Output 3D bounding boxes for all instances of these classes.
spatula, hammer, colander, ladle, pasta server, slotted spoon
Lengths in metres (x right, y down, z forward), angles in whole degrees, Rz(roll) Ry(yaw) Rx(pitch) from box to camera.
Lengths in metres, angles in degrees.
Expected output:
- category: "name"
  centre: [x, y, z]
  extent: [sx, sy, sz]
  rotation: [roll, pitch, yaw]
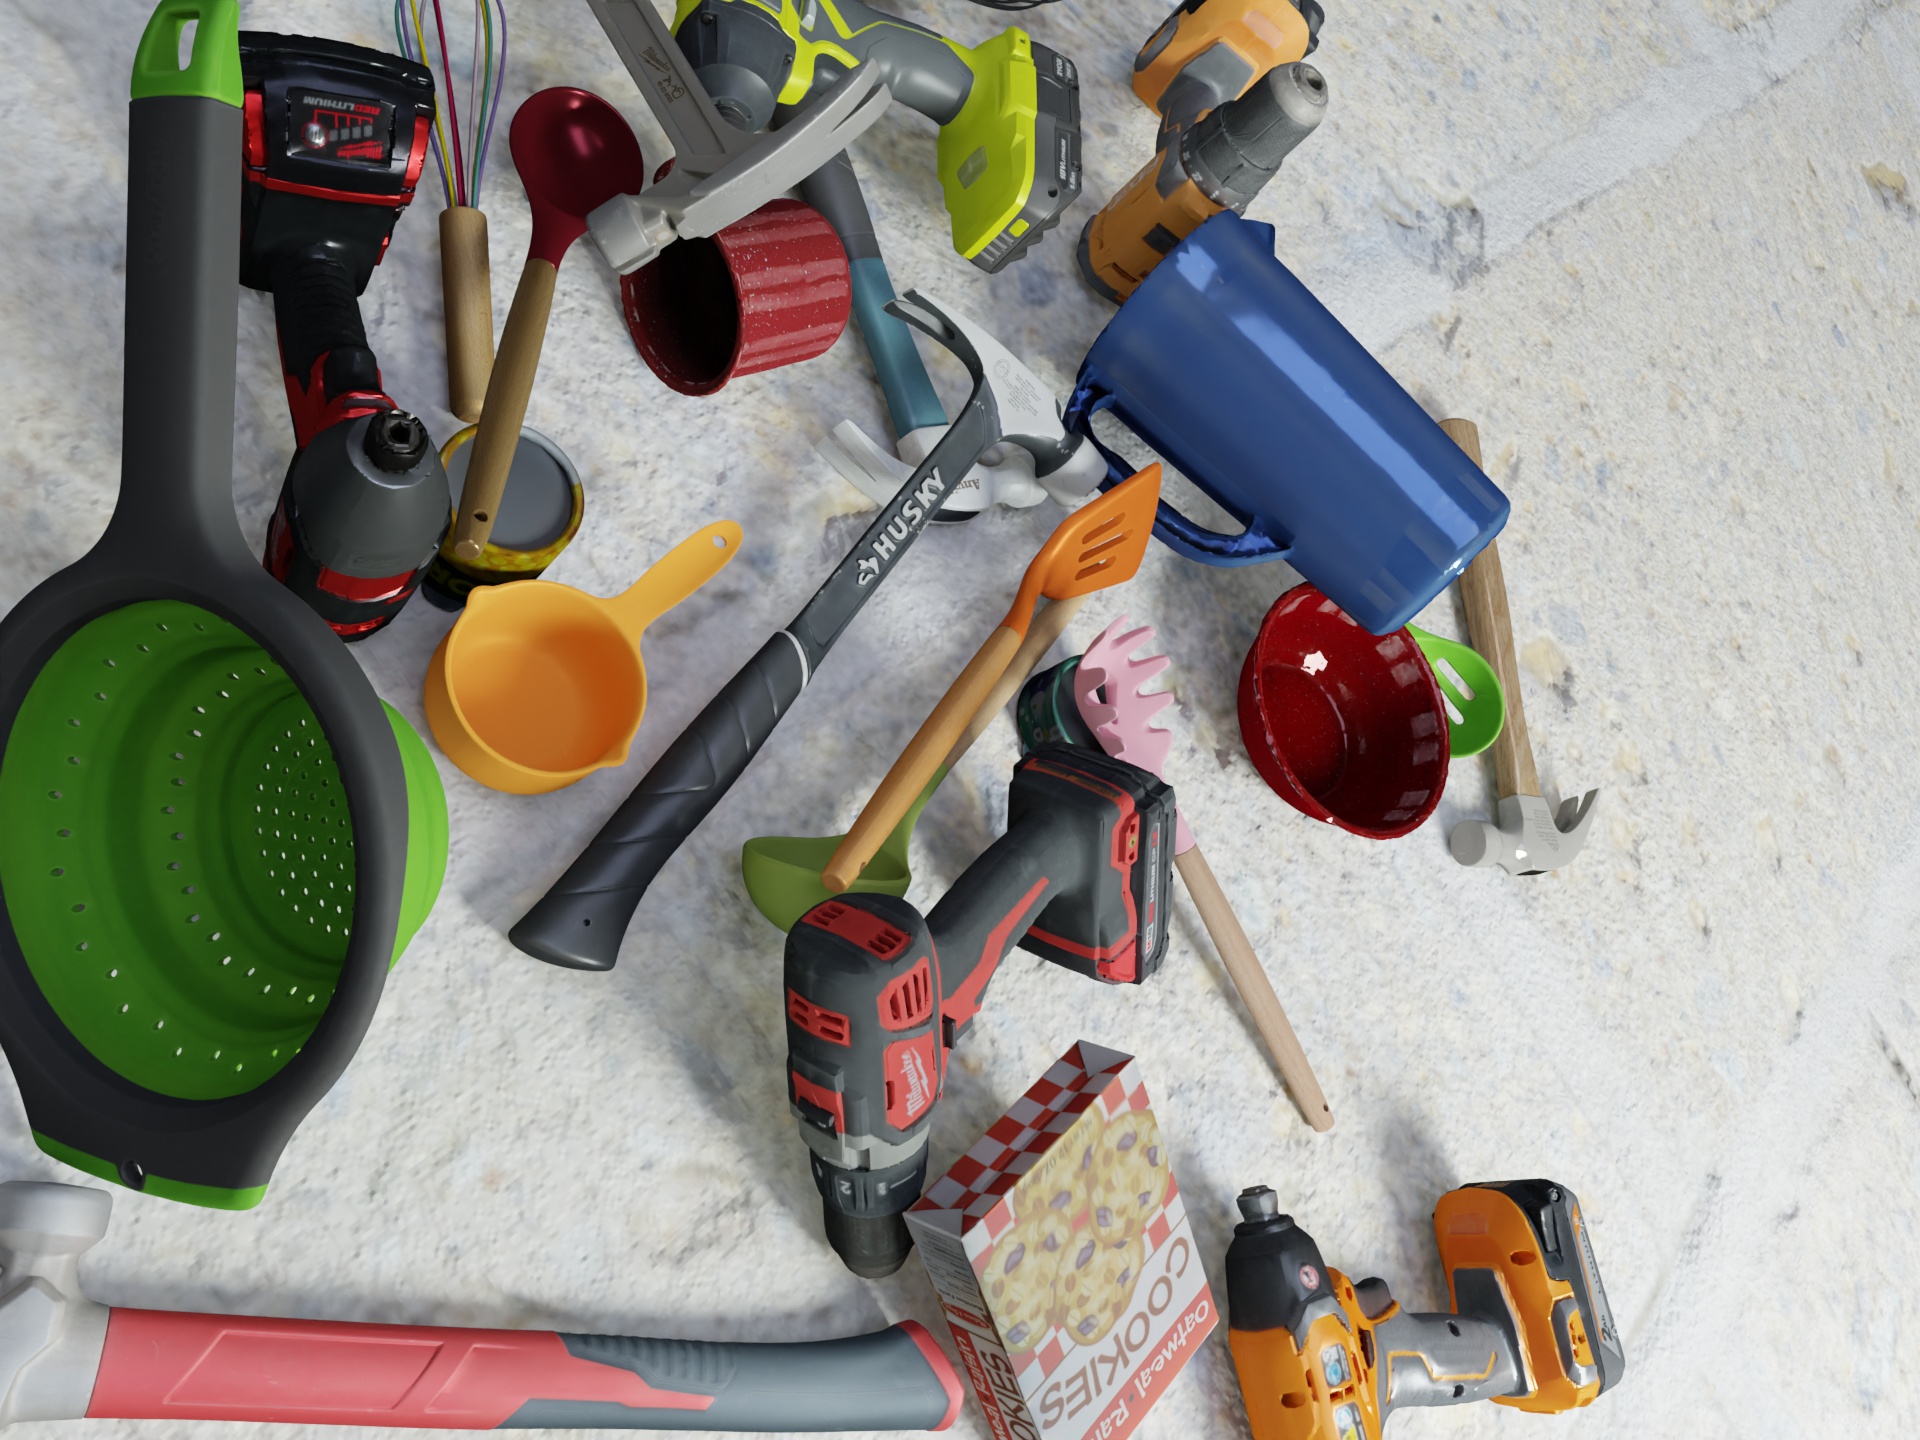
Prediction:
- category: "spatula"
  centre: [0.022, -0.024, 0.785]
  extent: [0.041, 0.081, 0.323]
  rotation: [22, 46, 14]
- category: "hammer"
  centre: [0.369, -0.056, 1.099]
  extent: [0.130, 0.031, 0.331]
  rotation: [8, 69, -32]
- category: "hammer"
  centre: [-0.169, 0.268, 0.607]
  extent: [0.386, 0.038, 0.143]
  rotation: [16, 66, -29]
- category: "colander"
  centre: [-0.247, -0.039, 0.560]
  extent: [0.094, 0.204, 0.397]
  rotation: [-9, 105, -68]
- category: "ladle"
  centre: [-0.001, -0.003, 0.812]
  extent: [0.320, 0.078, 0.062]
  rotation: [-51, 144, -40]
- category: "hammer"
  centre: [-0.073, -0.046, 0.764]
  extent: [0.149, 0.036, 0.409]
  rotation: [47, 59, -20]
- category: "pasta server"
  centre: [0.137, 0.090, 0.855]
  extent: [0.060, 0.040, 0.316]
  rotation: [-40, 107, -45]
- category: "hammer"
  centre: [-0.177, -0.385, 0.768]
  extent: [0.149, 0.036, 0.359]
  rotation: [-32, 72, 4]
- category: "slotted spoon"
  centre: [0.245, -0.110, 1.029]
  extent: [0.314, 0.070, 0.031]
  rotation: [54, 10, -1]
- category: "hammer"
  centre: [-0.059, -0.263, 0.880]
  extent: [0.128, 0.033, 0.331]
  rotation: [-16, 83, -38]
- category: "ladle"
  centre: [-0.192, -0.187, 0.718]
  extent: [0.069, 0.031, 0.316]
  rotation: [24, 45, -26]

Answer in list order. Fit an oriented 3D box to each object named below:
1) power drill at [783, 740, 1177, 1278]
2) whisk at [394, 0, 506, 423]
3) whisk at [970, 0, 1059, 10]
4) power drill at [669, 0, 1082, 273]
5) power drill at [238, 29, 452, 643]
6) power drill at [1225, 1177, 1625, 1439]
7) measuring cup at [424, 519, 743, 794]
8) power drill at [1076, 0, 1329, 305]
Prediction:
- category: "power drill"
  centre: [0.008, 0.128, 0.726]
  extent: [0.227, 0.080, 0.187]
  rotation: [-34, 133, -44]
- category: "whisk"
  centre: [-0.239, -0.258, 0.748]
  extent: [0.051, 0.047, 0.245]
  rotation: [-6, 80, -3]
- category: "whisk"
  centre: [-0.020, -0.459, 0.971]
  extent: [0.239, 0.055, 0.055]
  rotation: [-19, 85, -33]
- category: "power drill"
  centre: [-0.046, -0.335, 0.848]
  extent: [0.223, 0.080, 0.171]
  rotation: [16, 60, -30]
- category: "power drill"
  centre: [-0.250, -0.154, 0.641]
  extent: [0.078, 0.143, 0.220]
  rotation: [-2, 72, -32]
- category: "power drill"
  centre: [0.238, 0.312, 0.846]
  extent: [0.226, 0.084, 0.164]
  rotation: [-6, 76, -32]
- category: "measuring cup"
  centre: [-0.164, -0.036, 0.714]
  extent: [0.095, 0.052, 0.174]
  rotation: [50, 51, -9]
- category: "power drill"
  centre: [0.164, -0.382, 0.984]
  extent: [0.084, 0.185, 0.226]
  rotation: [32, 55, -20]
